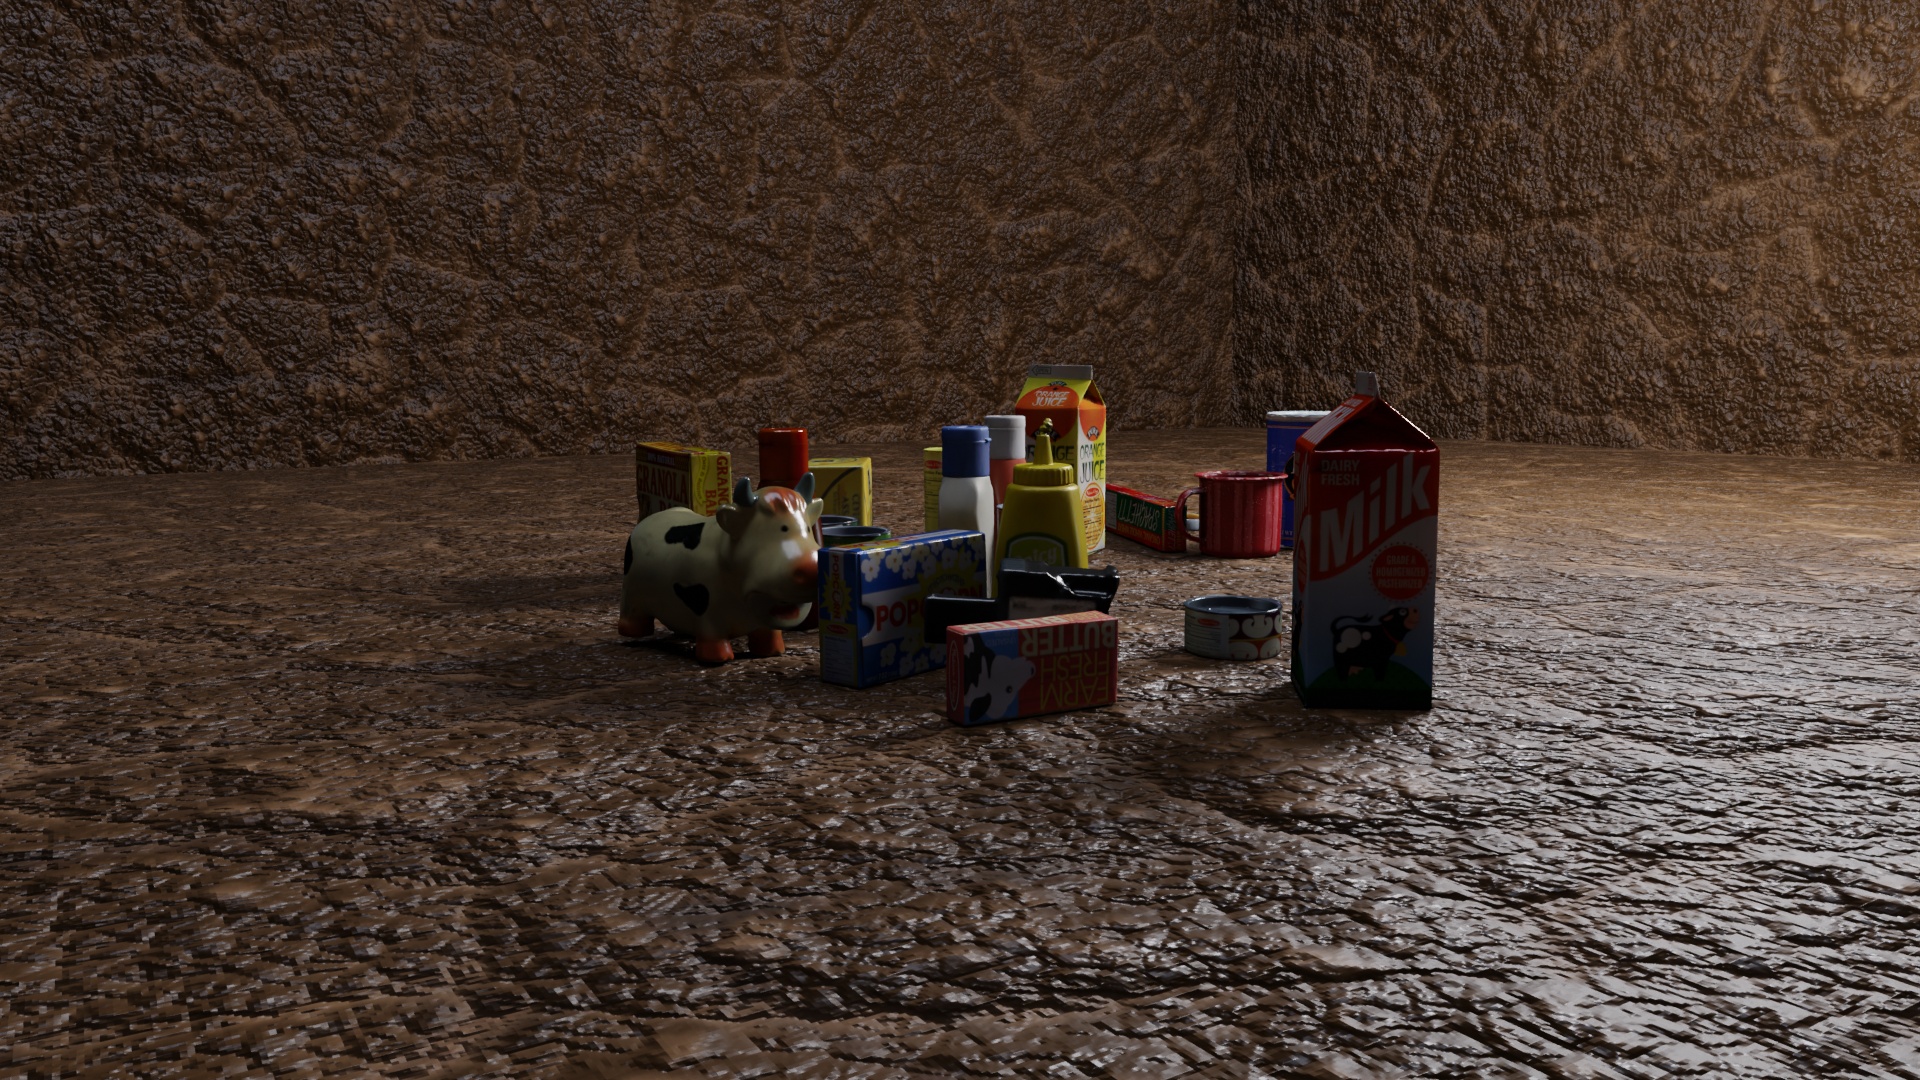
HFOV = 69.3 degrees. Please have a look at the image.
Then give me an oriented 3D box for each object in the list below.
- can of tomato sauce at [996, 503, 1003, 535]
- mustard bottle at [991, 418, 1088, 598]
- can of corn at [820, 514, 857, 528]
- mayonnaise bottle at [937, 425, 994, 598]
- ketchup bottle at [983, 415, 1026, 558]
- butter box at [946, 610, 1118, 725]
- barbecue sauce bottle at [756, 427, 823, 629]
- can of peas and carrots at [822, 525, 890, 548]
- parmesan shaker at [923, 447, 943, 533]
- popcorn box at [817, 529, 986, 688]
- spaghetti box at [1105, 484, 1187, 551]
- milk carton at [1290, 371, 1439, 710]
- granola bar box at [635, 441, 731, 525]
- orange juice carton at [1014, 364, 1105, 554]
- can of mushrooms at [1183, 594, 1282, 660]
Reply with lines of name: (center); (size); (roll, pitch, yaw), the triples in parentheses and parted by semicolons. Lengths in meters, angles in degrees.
can of tomato sauce: (0.063, 0.013, 1.107); (0.071, 0.083, 0.071); (0, 7, 0)
mustard bottle: (0.053, -0.001, 0.919); (0.065, 0.160, 0.049); (1, 7, 11)
can of corn: (-0.124, 0.010, 1.240); (0.071, 0.058, 0.071); (0, 7, 0)
mayonnaise bottle: (0.004, -0.013, 1.064); (0.041, 0.147, 0.065); (1, 7, 15)
ketchup bottle: (0.039, -0.037, 1.236); (0.043, 0.148, 0.065); (-3, 7, -17)
butter box: (0.041, 0.071, 0.784); (0.104, 0.053, 0.024); (-4, 8, -29)
barbecue sauce bottle: (-0.131, -0.010, 1.044); (0.065, 0.148, 0.044); (6, 9, 42)
can of peas and carrots: (-0.089, 0.020, 1.157); (0.071, 0.058, 0.071); (0, 7, 0)
parmesan shaker: (-0.008, -0.048, 1.498); (0.071, 0.103, 0.071); (0, 7, 0)
popcorn box: (-0.035, 0.041, 0.895); (0.038, 0.085, 0.127); (5, 9, 40)
spaghetti box: (0.193, -0.027, 1.533); (0.029, 0.050, 0.250); (-2, 8, -12)
milk carton: (0.234, -0.003, 0.808); (0.073, 0.190, 0.072); (0, 7, 6)
granola bar box: (-0.247, -0.022, 1.232); (0.039, 0.124, 0.165); (-4, 8, -28)
orange juice carton: (0.102, -0.083, 1.416); (0.072, 0.192, 0.073); (3, 8, 28)
can of mushrooms: (0.187, 0.059, 0.946); (0.071, 0.033, 0.071); (0, 7, 0)
